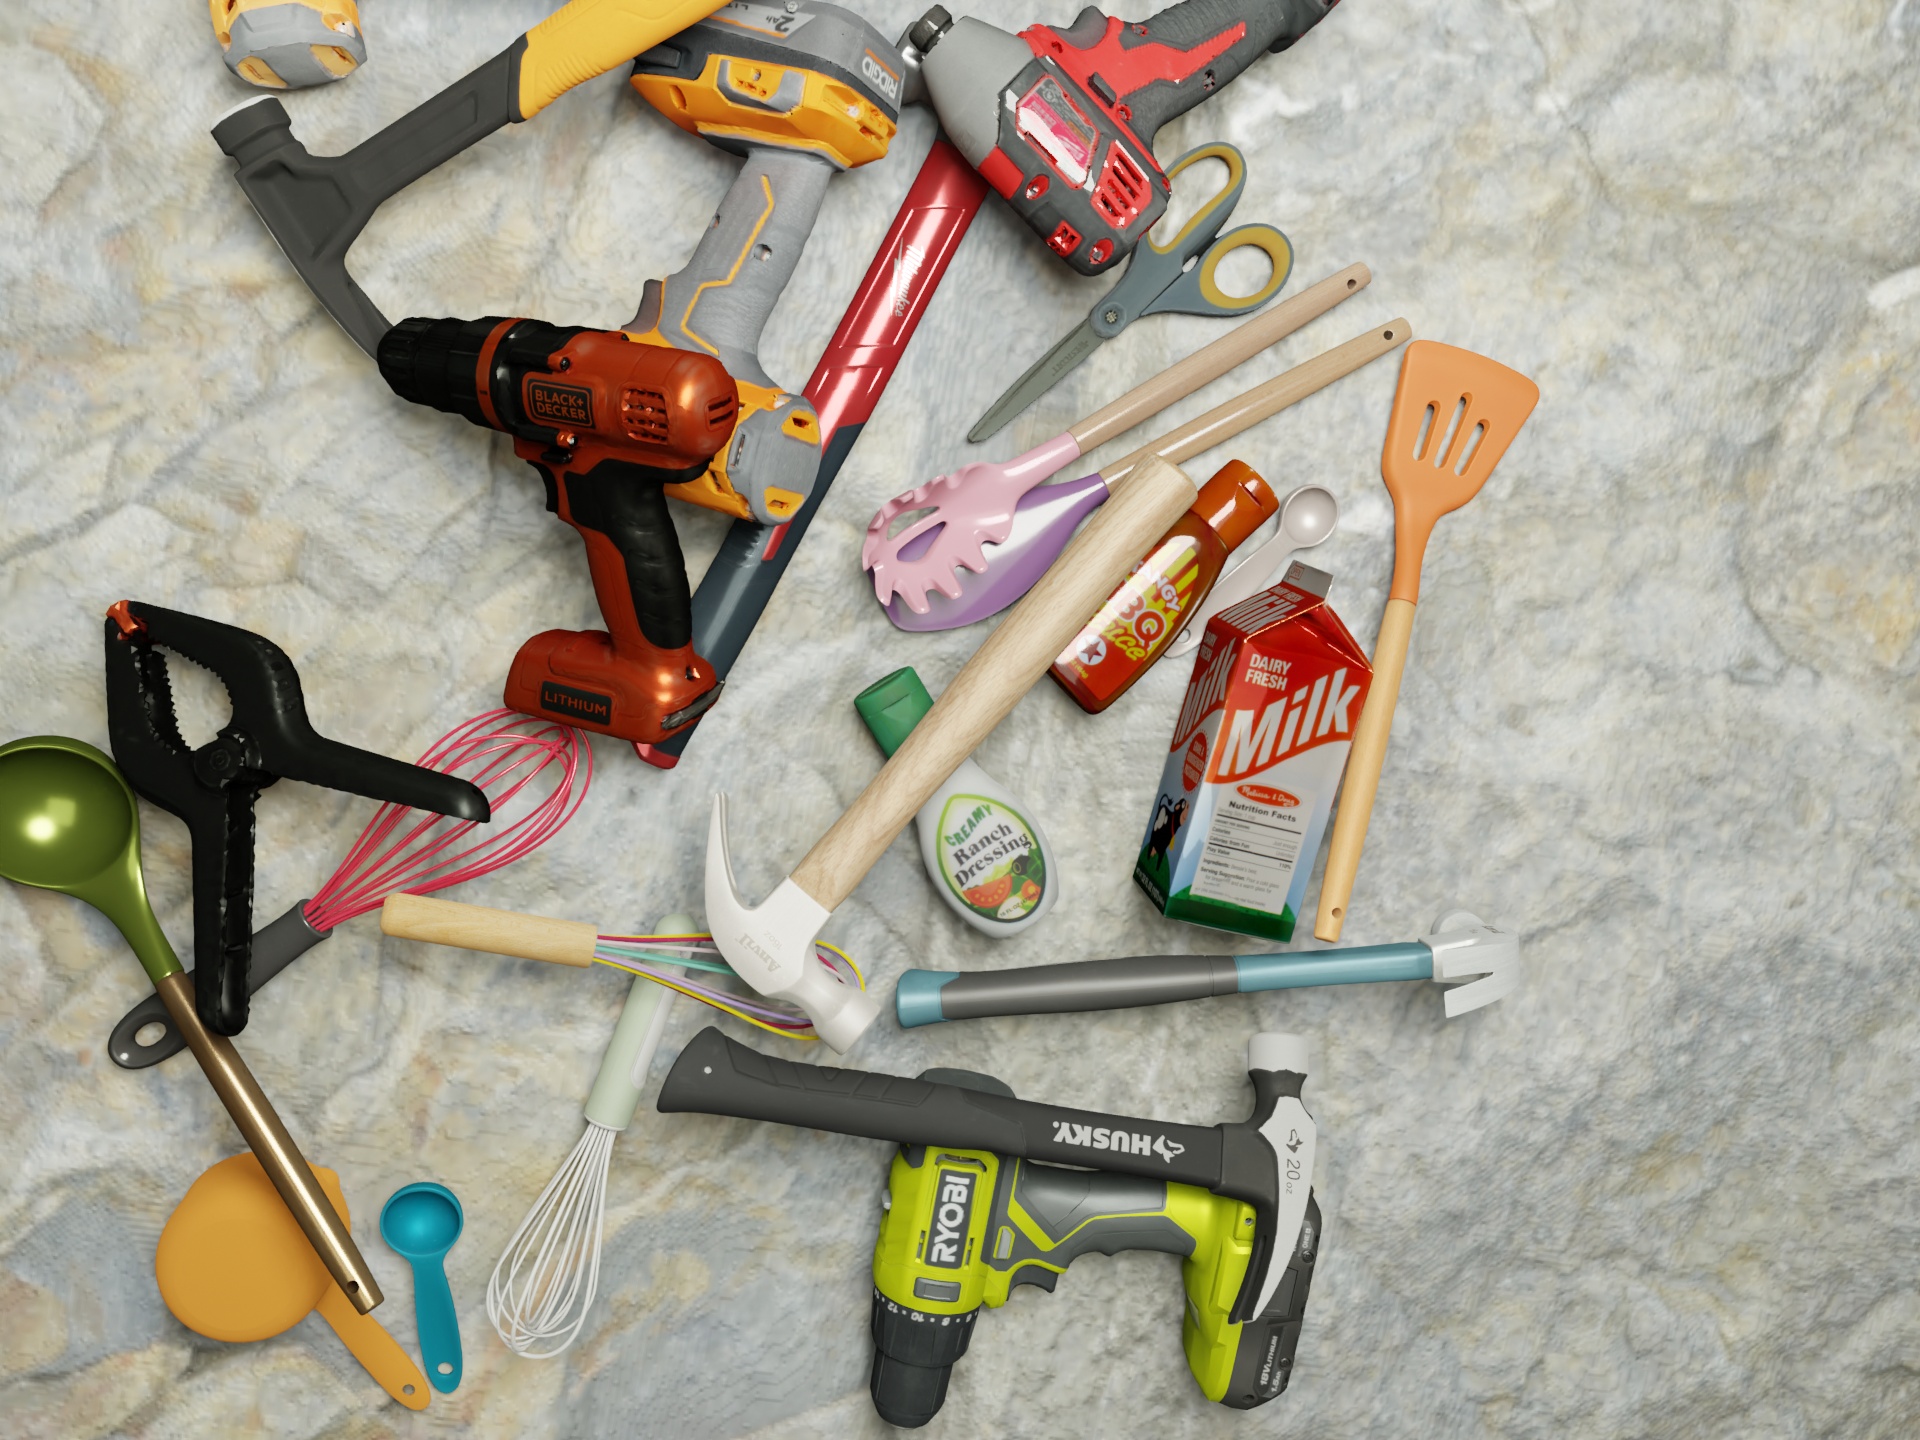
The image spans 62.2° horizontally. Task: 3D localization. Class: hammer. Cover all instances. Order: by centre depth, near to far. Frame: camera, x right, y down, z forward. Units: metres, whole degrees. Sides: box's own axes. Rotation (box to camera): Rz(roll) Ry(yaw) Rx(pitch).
[{"bbox_3d":[-0.167,-0.285,0.695,0.337,0.034,0.127,-24,109,19],"label":"hammer"},{"bbox_3d":[-0.001,-0.003,0.790,0.130,0.031,0.331,40,85,1],"label":"hammer"},{"bbox_3d":[0.016,0.209,0.800,0.334,0.035,0.146,11,65,-8],"label":"hammer"},{"bbox_3d":[-0.055,-0.143,0.807,0.143,0.038,0.386,28,93,-12],"label":"hammer"},{"bbox_3d":[0.132,0.136,0.845,0.331,0.128,0.033,-5,92,1],"label":"hammer"}]

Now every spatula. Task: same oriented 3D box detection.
[{"bbox_3d":[0.231,-0.041,0.837,0.081,0.041,0.323,18,78,-10],"label":"spatula"},{"bbox_3d":[0.099,-0.134,0.839,0.316,0.018,0.060,-28,92,-3],"label":"spatula"}]

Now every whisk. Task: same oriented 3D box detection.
[{"bbox_3d":[-0.162,0.120,0.794,0.245,0.051,0.047,13,95,-19],"label":"whisk"},{"bbox_3d":[-0.308,0.087,0.796,0.296,0.073,0.073,-35,101,5],"label":"whisk"},{"bbox_3d":[-0.188,0.217,0.834,0.059,0.057,0.246,21,90,20],"label":"whisk"}]

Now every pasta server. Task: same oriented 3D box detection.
[{"bbox_3d":[0.084,-0.154,0.816,0.316,0.040,0.060,-31,117,-8],"label":"pasta server"}]

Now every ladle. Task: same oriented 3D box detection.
[{"bbox_3d":[-0.368,0.146,0.754,0.078,0.062,0.320,-34,85,-1],"label":"ladle"}]

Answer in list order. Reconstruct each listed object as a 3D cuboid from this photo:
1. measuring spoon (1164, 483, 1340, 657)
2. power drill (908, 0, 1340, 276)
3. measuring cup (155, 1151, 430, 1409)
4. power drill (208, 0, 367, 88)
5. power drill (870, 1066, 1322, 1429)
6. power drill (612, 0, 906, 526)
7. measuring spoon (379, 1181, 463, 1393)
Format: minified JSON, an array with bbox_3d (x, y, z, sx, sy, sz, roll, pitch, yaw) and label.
[{"bbox_3d":[0.153,-0.081,0.859,0.124,0.018,0.034,-44,118,6],"label":"measuring spoon"},{"bbox_3d":[0.084,-0.335,0.760,0.143,0.078,0.220,43,80,-11],"label":"power drill"},{"bbox_3d":[-0.337,0.304,0.819,0.095,0.052,0.173,-38,99,-2],"label":"measuring cup"},{"bbox_3d":[-0.243,-0.403,0.726,0.226,0.084,0.185,-11,92,-1],"label":"power drill"},{"bbox_3d":[0.065,0.301,0.865,0.228,0.080,0.190,10,95,-6],"label":"power drill"},{"bbox_3d":[-0.126,-0.220,0.753,0.164,0.084,0.226,18,97,21],"label":"power drill"},{"bbox_3d":[-0.281,0.300,0.850,0.042,0.021,0.128,-4,107,-8],"label":"measuring spoon"}]
